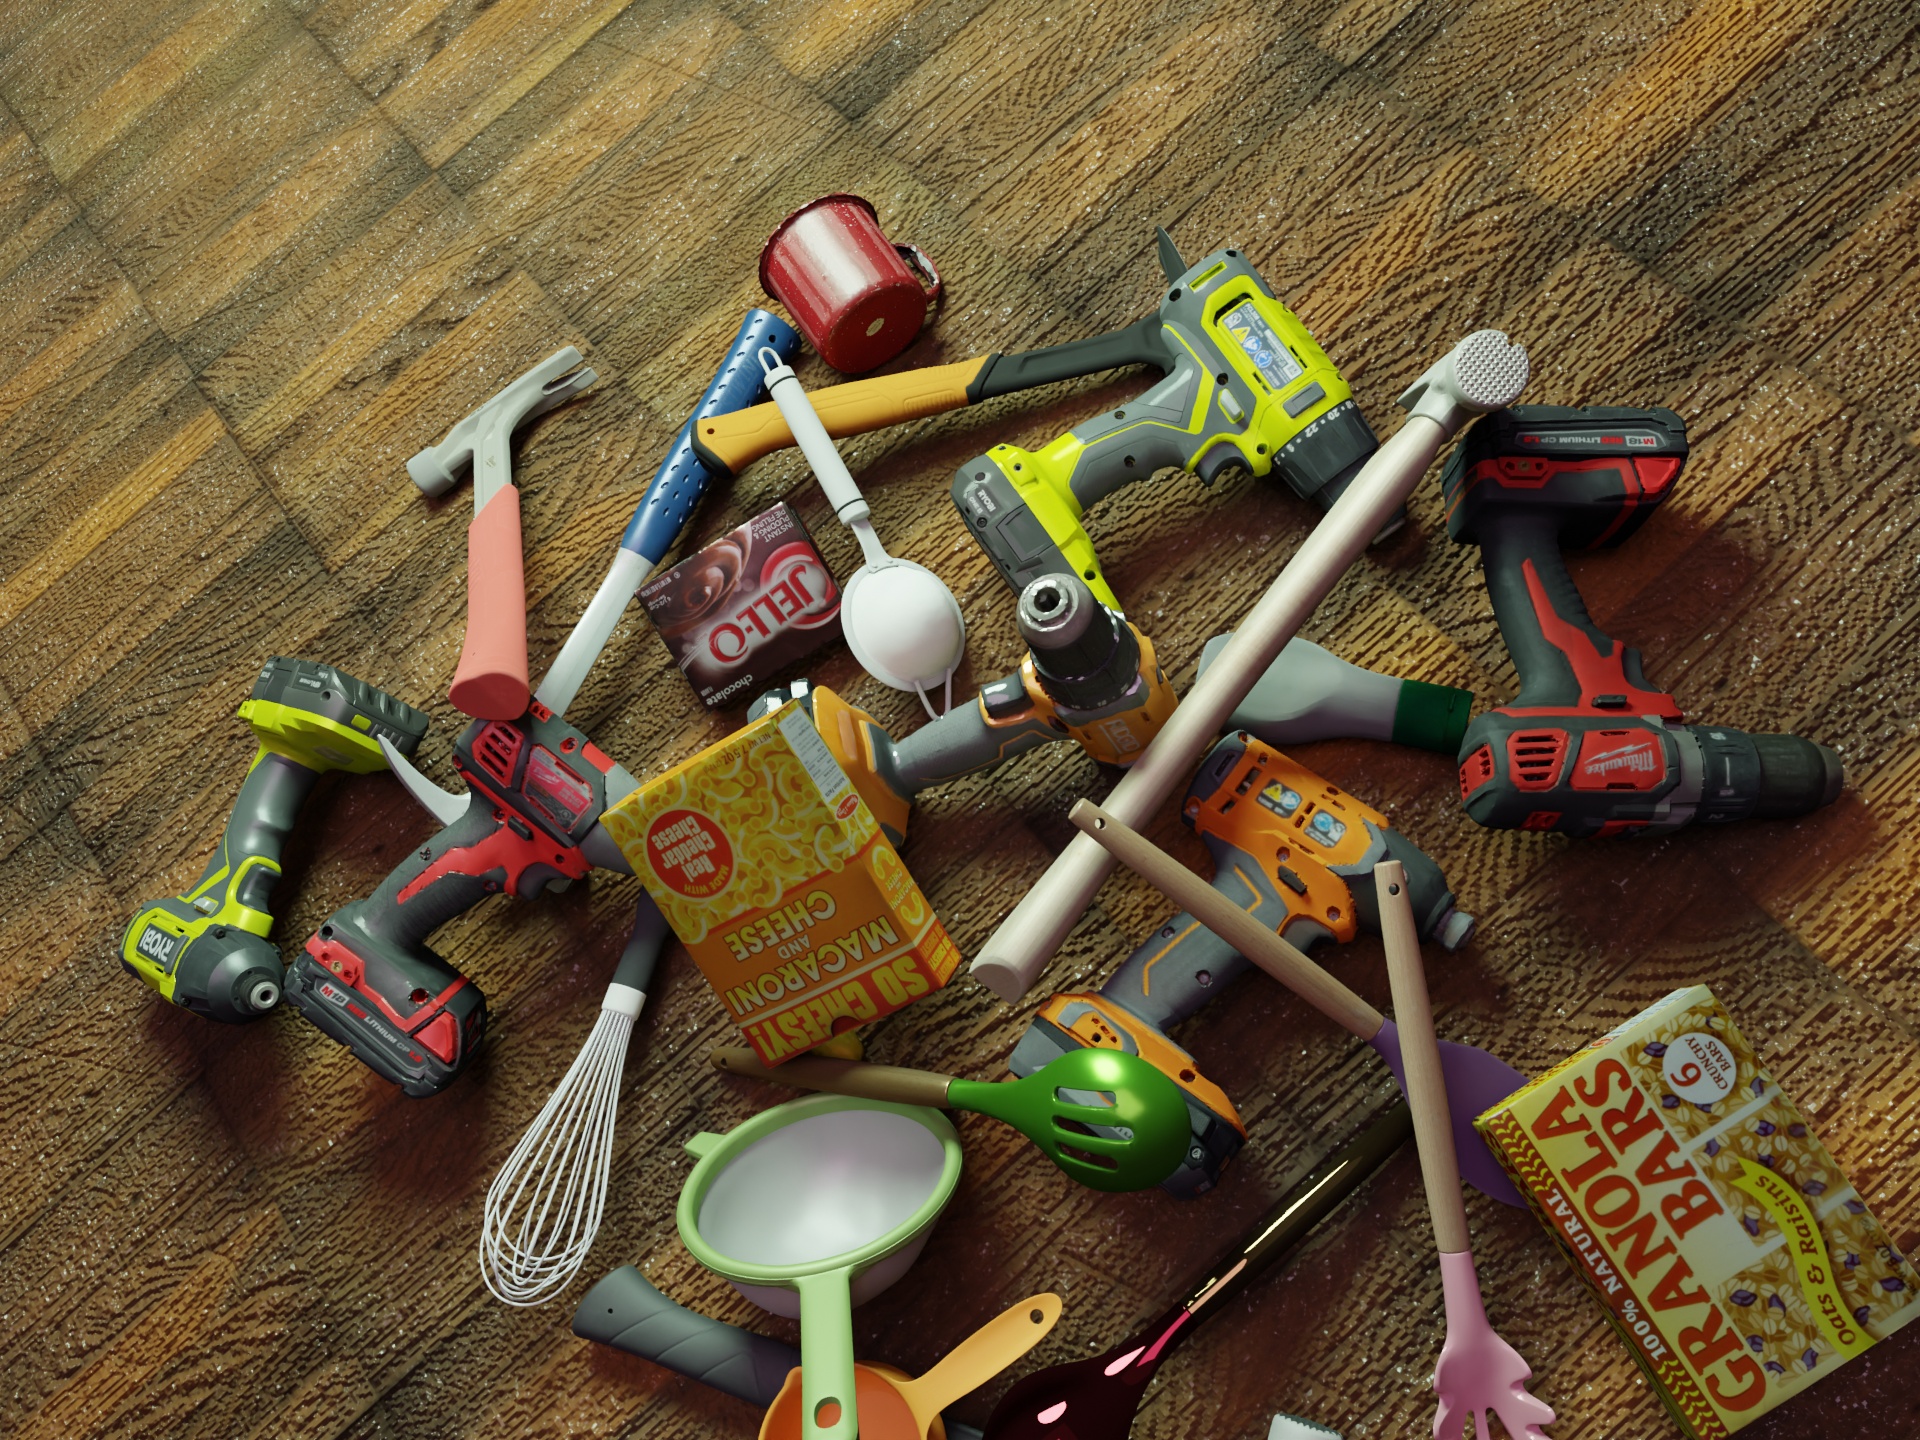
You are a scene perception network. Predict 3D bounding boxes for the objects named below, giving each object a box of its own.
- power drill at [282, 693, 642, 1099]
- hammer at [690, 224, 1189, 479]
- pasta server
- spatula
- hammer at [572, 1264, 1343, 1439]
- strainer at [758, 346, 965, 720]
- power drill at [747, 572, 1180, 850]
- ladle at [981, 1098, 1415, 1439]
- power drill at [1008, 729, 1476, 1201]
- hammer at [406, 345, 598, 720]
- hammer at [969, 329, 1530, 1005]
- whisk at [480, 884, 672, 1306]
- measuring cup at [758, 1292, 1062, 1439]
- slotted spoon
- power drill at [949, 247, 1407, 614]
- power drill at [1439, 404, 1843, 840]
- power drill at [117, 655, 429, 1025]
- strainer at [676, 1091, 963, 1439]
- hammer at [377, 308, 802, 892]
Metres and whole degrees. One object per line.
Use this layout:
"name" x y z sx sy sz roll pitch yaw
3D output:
"power drill" -0.275 0.104 0.932 0.143 0.078 0.219 39 95 -6
"hammer" -0.009 -0.220 1.018 0.337 0.034 0.127 -13 67 4
"pasta server" 0.230 0.223 0.749 0.060 0.040 0.316 -9 85 1
"spatula" 0.181 0.138 0.778 0.316 0.018 0.060 37 82 -3
"hammer" -0.023 0.369 0.815 0.409 0.036 0.149 12 74 21
"strainer" -0.062 -0.120 0.970 0.087 0.050 0.258 -23 79 -36
"power drill" -0.001 -0.003 0.872 0.226 0.185 0.084 -18 65 13
"ladle" 0.133 0.276 0.783 0.315 0.031 0.069 -38 52 -12
"power drill" 0.149 0.134 0.831 0.164 0.084 0.226 33 78 23
"hammer" -0.285 -0.119 1.000 0.149 0.036 0.359 -33 37 7
"hammer" 0.142 -0.023 0.837 0.038 0.146 0.410 38 92 1
"whisk" -0.209 0.195 0.928 0.070 0.070 0.285 9 67 20
"measuring cup" -0.016 0.335 0.778 0.173 0.052 0.095 -37 65 1
"slotted spoon" -0.022 0.194 0.829 0.314 0.031 0.070 -2 93 40
"power drill" 0.128 -0.138 0.933 0.228 0.080 0.190 -35 84 1
"power drill" 0.350 -0.047 0.833 0.188 0.080 0.227 1 69 -2
"power drill" -0.433 0.078 1.006 0.171 0.080 0.223 8 70 45
"strainer" -0.062 0.282 0.785 0.151 0.069 0.257 -12 22 -2
"hammer" -0.220 -0.100 1.030 0.144 0.035 0.406 31 73 -13
